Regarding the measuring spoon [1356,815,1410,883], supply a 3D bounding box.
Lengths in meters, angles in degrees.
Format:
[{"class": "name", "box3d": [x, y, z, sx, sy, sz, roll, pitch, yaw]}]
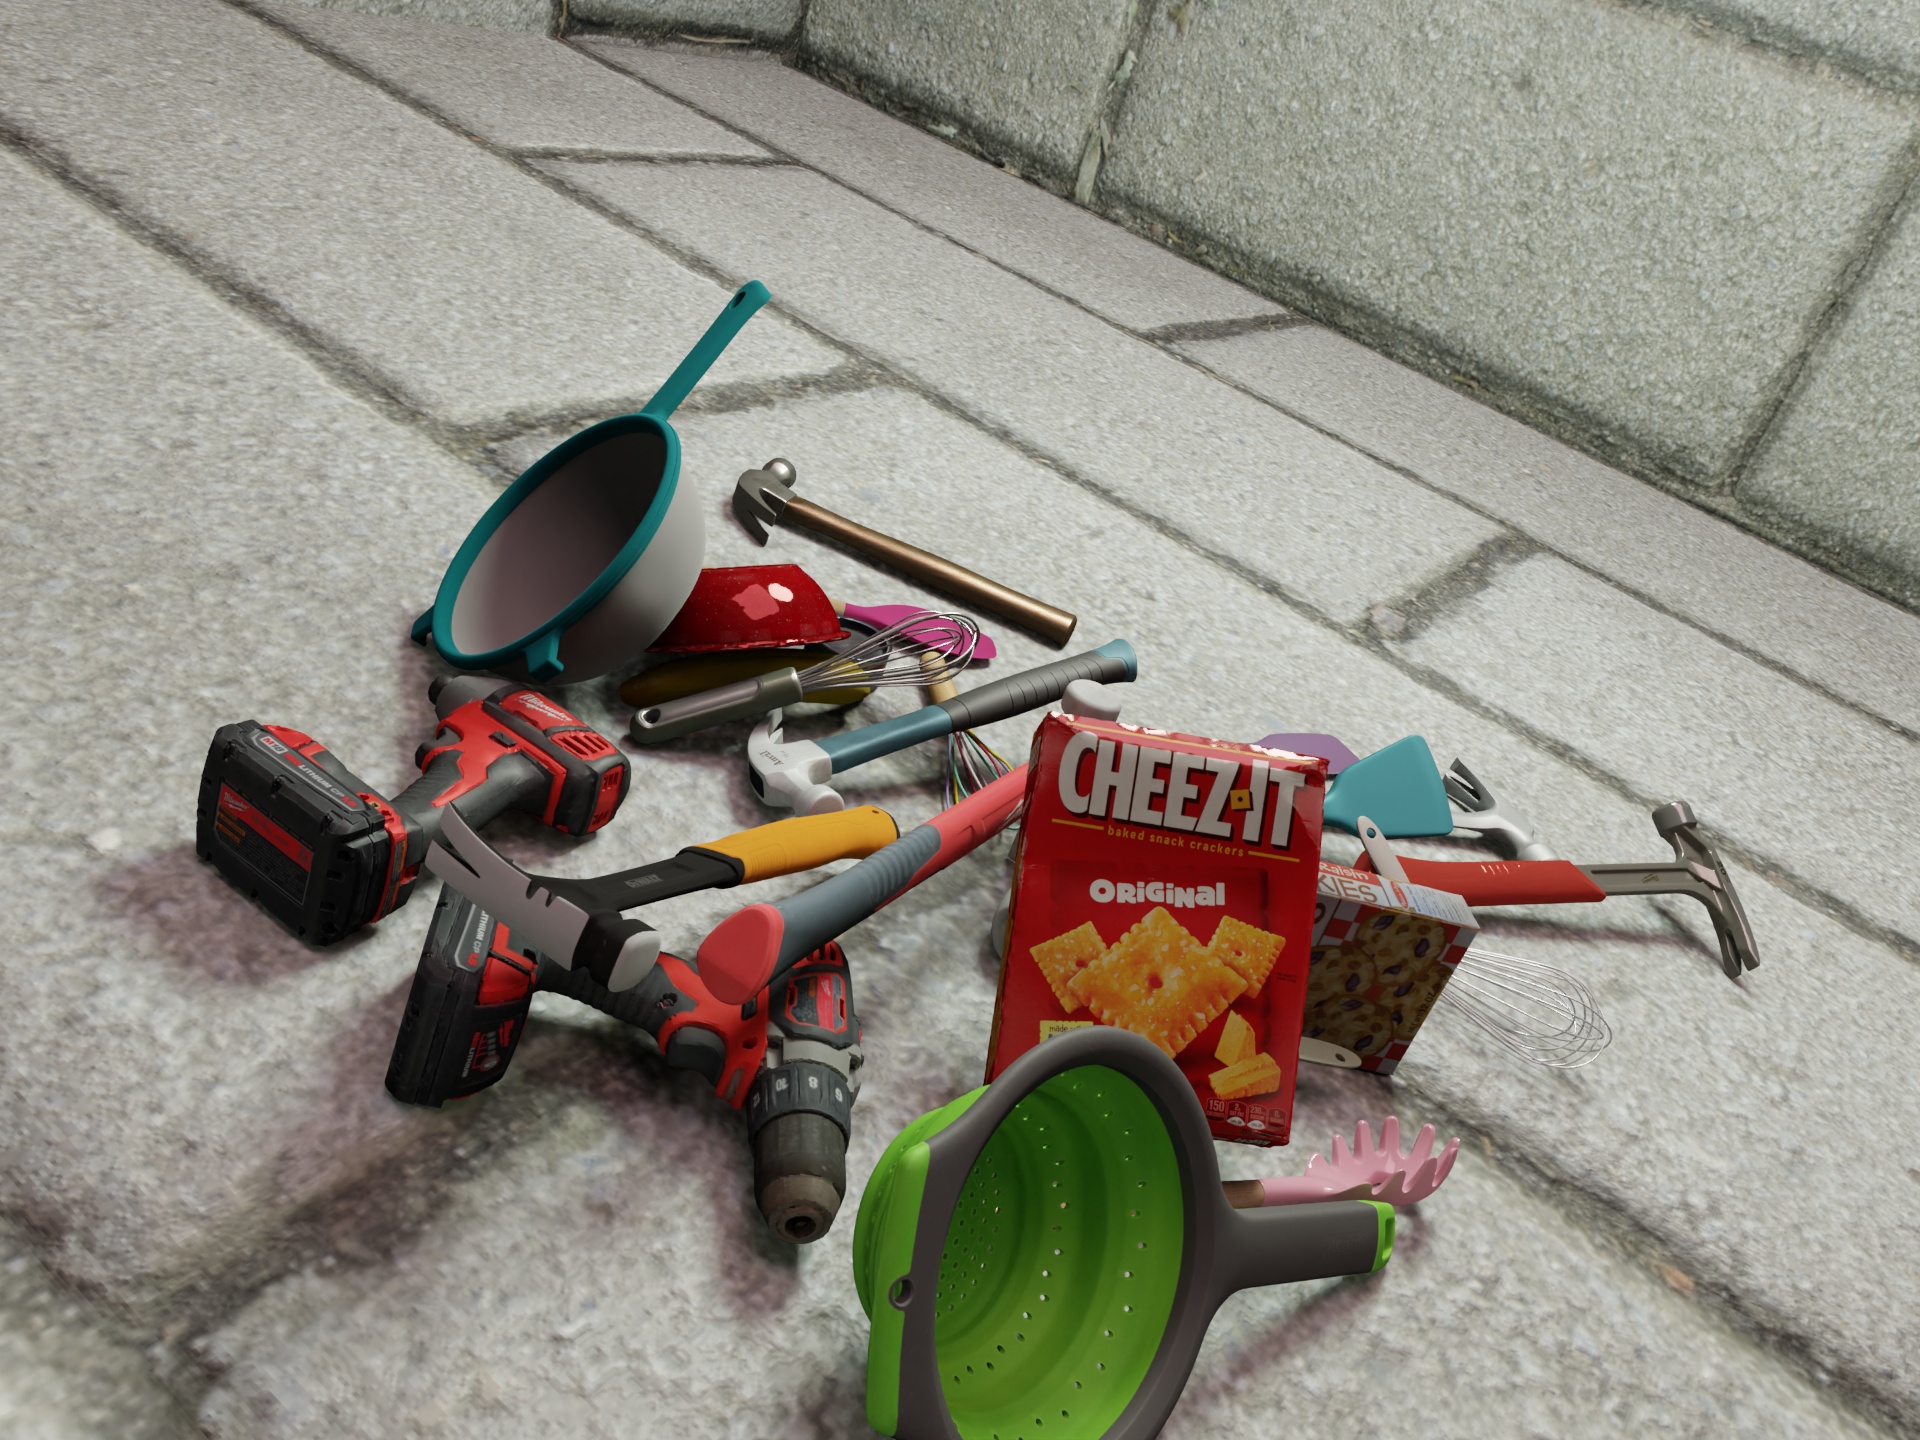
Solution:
[{"class": "measuring spoon", "box3d": [0.326, 0.123, 1.158, 0.034, 0.018, 0.124, -23, 78, -27]}]

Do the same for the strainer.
[{"class": "strainer", "box3d": [-0.210, -0.148, 1.080, 0.211, 0.340, 0.095, 13, -27, 47]}]

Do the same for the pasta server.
[{"class": "pasta server", "box3d": [0.138, 0.249, 0.855, 0.316, 0.040, 0.060, 3, 6, -26]}]

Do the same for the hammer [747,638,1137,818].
[{"class": "hammer", "box3d": [-0.002, -0.004, 1.125, 0.331, 0.033, 0.128, -18, 32, -33]}]

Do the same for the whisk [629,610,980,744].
[{"class": "whisk", "box3d": [-0.104, -0.027, 1.078, 0.246, 0.059, 0.058, -16, 51, -8]}]

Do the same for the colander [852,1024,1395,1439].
[{"class": "colander", "box3d": [0.076, 0.247, 0.758, 0.094, 0.204, 0.396, 0, -10, 44]}]

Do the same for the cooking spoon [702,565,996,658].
[{"class": "cooking spoon", "box3d": [-0.121, -0.096, 1.302, 0.318, 0.017, 0.069, 14, 28, -14]}]

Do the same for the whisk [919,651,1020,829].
[{"class": "whisk", "box3d": [0.004, 0.011, 1.176, 0.051, 0.047, 0.245, 9, 27, -18]}]

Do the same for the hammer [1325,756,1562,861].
[{"class": "hammer", "box3d": [0.290, 0.063, 1.280, 0.405, 0.035, 0.144, 8, 31, -22]}]

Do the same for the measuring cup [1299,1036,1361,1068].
[{"class": "measuring cup", "box3d": [0.162, 0.203, 0.953, 0.167, 0.038, 0.083, 13, 29, -19]}]

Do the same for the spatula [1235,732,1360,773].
[{"class": "spatula", "box3d": [0.217, 0.028, 1.311, 0.315, 0.018, 0.060, 0, 35, -35]}]

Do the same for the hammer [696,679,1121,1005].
[{"class": "hammer", "box3d": [-0.021, 0.085, 0.908, 0.038, 0.143, 0.386, 30, 28, 20]}]

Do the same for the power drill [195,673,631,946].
[{"class": "power drill", "box3d": [-0.306, 0.033, 0.901, 0.143, 0.078, 0.219, 32, 27, 19]}]

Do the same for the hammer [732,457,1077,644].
[{"class": "hammer", "box3d": [-0.052, -0.146, 1.420, 0.331, 0.031, 0.130, 25, 28, 6]}]

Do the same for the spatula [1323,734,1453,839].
[{"class": "spatula", "box3d": [0.219, 0.068, 1.177, 0.317, 0.044, 0.082, -5, 71, -24]}]

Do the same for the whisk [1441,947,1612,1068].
[{"class": "whisk", "box3d": [0.313, 0.160, 1.109, 0.285, 0.070, 0.070, 25, 28, 17]}]

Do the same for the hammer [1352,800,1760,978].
[{"class": "hammer", "box3d": [0.460, 0.135, 1.241, 0.359, 0.036, 0.149, 1, 60, -23]}]

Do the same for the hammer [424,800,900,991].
[{"class": "hammer", "box3d": [-0.130, 0.074, 0.862, 0.127, 0.034, 0.336, 28, 14, 21]}]

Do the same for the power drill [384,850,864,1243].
[{"class": "power drill", "box3d": [-0.155, 0.160, 0.780, 0.226, 0.080, 0.188, 16, 28, -15]}]
